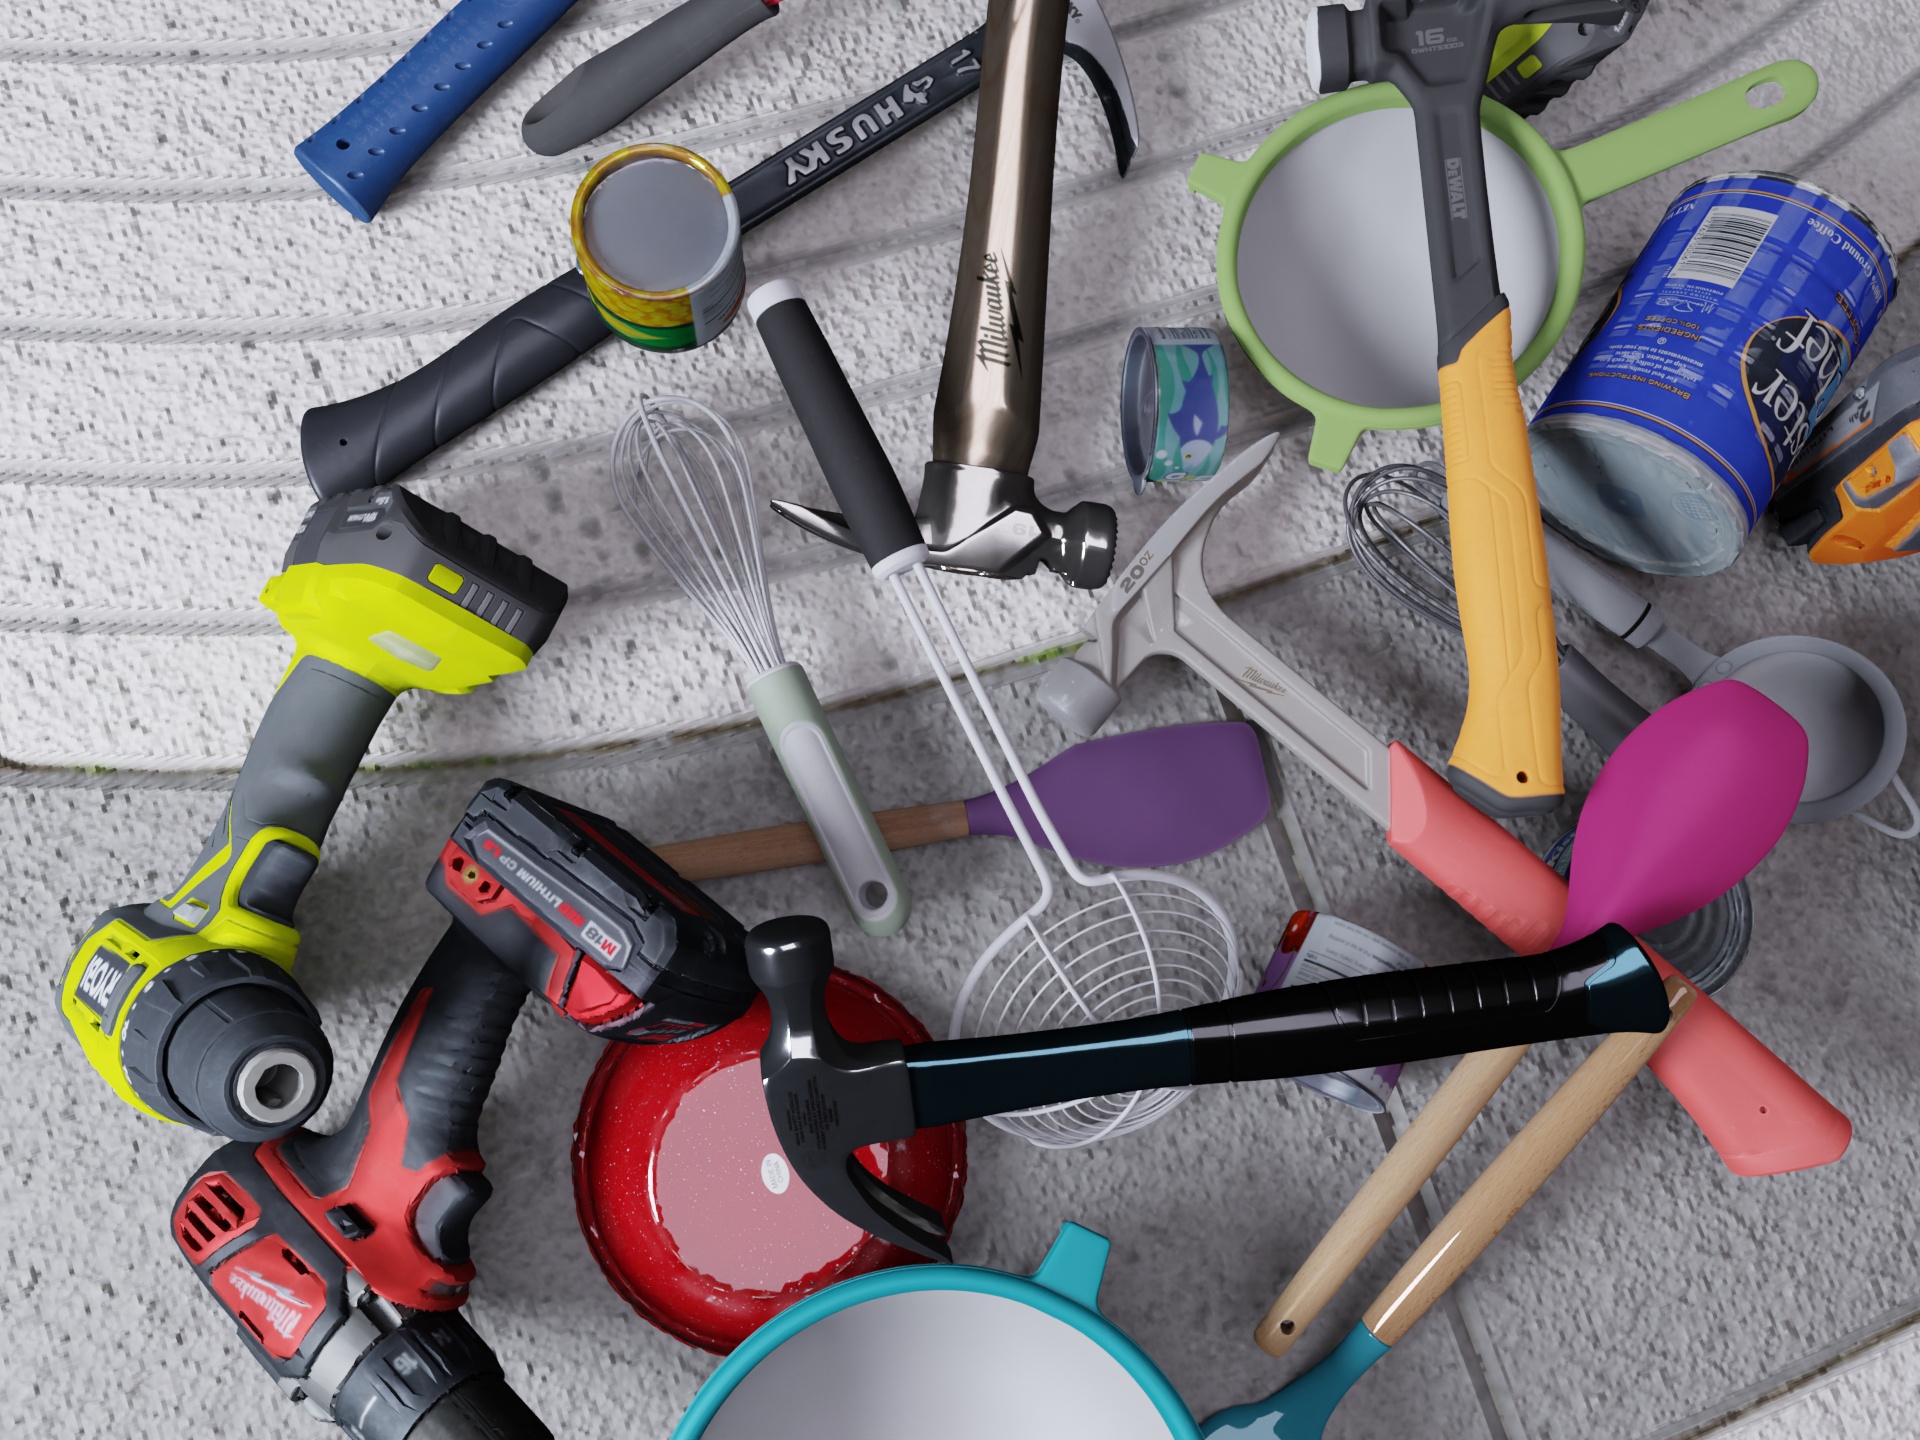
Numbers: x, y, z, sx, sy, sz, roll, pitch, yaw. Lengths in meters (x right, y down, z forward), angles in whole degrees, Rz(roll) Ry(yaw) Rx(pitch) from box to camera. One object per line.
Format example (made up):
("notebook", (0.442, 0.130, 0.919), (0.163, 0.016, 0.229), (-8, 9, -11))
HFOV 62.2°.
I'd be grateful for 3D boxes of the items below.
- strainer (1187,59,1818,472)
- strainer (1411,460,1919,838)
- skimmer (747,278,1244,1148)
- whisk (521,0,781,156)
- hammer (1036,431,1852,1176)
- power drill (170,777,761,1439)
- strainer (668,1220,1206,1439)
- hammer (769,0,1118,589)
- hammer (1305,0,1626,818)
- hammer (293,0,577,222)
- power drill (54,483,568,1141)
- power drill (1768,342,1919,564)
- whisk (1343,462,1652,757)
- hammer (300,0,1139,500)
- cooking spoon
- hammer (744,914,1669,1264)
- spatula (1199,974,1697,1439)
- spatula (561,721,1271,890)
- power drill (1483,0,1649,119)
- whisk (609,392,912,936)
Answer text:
("strainer", (0.235, -0.213, 0.689), (0.256, 0.069, 0.151), (-22, 81, 4))
("strainer", (0.308, -0.039, 0.700), (0.258, 0.050, 0.086), (37, 124, 6))
("skimmer", (-0.001, -0.002, 0.641), (0.127, 0.090, 0.363), (-25, 84, -11))
("whisk", (-0.064, -0.306, 0.642), (0.296, 0.073, 0.073), (-23, 84, 23))
("hammer", (0.211, 0.046, 0.649), (0.359, 0.036, 0.149), (40, 88, 7))
("power drill", (-0.165, 0.157, 0.574), (0.188, 0.080, 0.227), (34, 88, 25))
("strainer", (-0.071, 0.326, 0.585), (0.340, 0.095, 0.211), (-18, 81, -6))
("hammer", (0.016, -0.267, 0.668), (0.146, 0.038, 0.410), (7, 91, -9))
("hammer", (0.214, -0.130, 0.631), (0.127, 0.034, 0.337), (-4, 84, 9))
("hammer", (-0.141, -0.380, 0.711), (0.144, 0.035, 0.405), (41, 80, 1))
("power drill", (-0.234, 0.034, 0.572), (0.080, 0.191, 0.228), (33, 72, -35))
("power drill", (0.428, -0.028, 0.664), (0.084, 0.164, 0.227), (-11, 70, -7))
("whisk", (0.259, -0.025, 0.693), (0.239, 0.055, 0.055), (42, 80, -3))
("hammer", (-0.104, -0.212, 0.691), (0.409, 0.036, 0.149), (-36, 87, -9))
("cooking spoon", (0.215, 0.119, 0.615), (0.069, 0.017, 0.319), (37, 93, 6))
("hammer", (0.095, 0.115, 0.573), (0.331, 0.033, 0.128), (-7, 103, -6))
("spatula", (0.182, 0.227, 0.622), (0.082, 0.044, 0.317), (37, 100, 4))
("spatula", (-0.022, 0.047, 0.667), (0.316, 0.018, 0.060), (-8, 78, -7))
("power drill", (0.197, -0.373, 0.693), (0.223, 0.080, 0.171), (33, 72, -11))
("whisk", (-0.079, -0.025, 0.649), (0.058, 0.059, 0.246), (-26, 83, 3))
